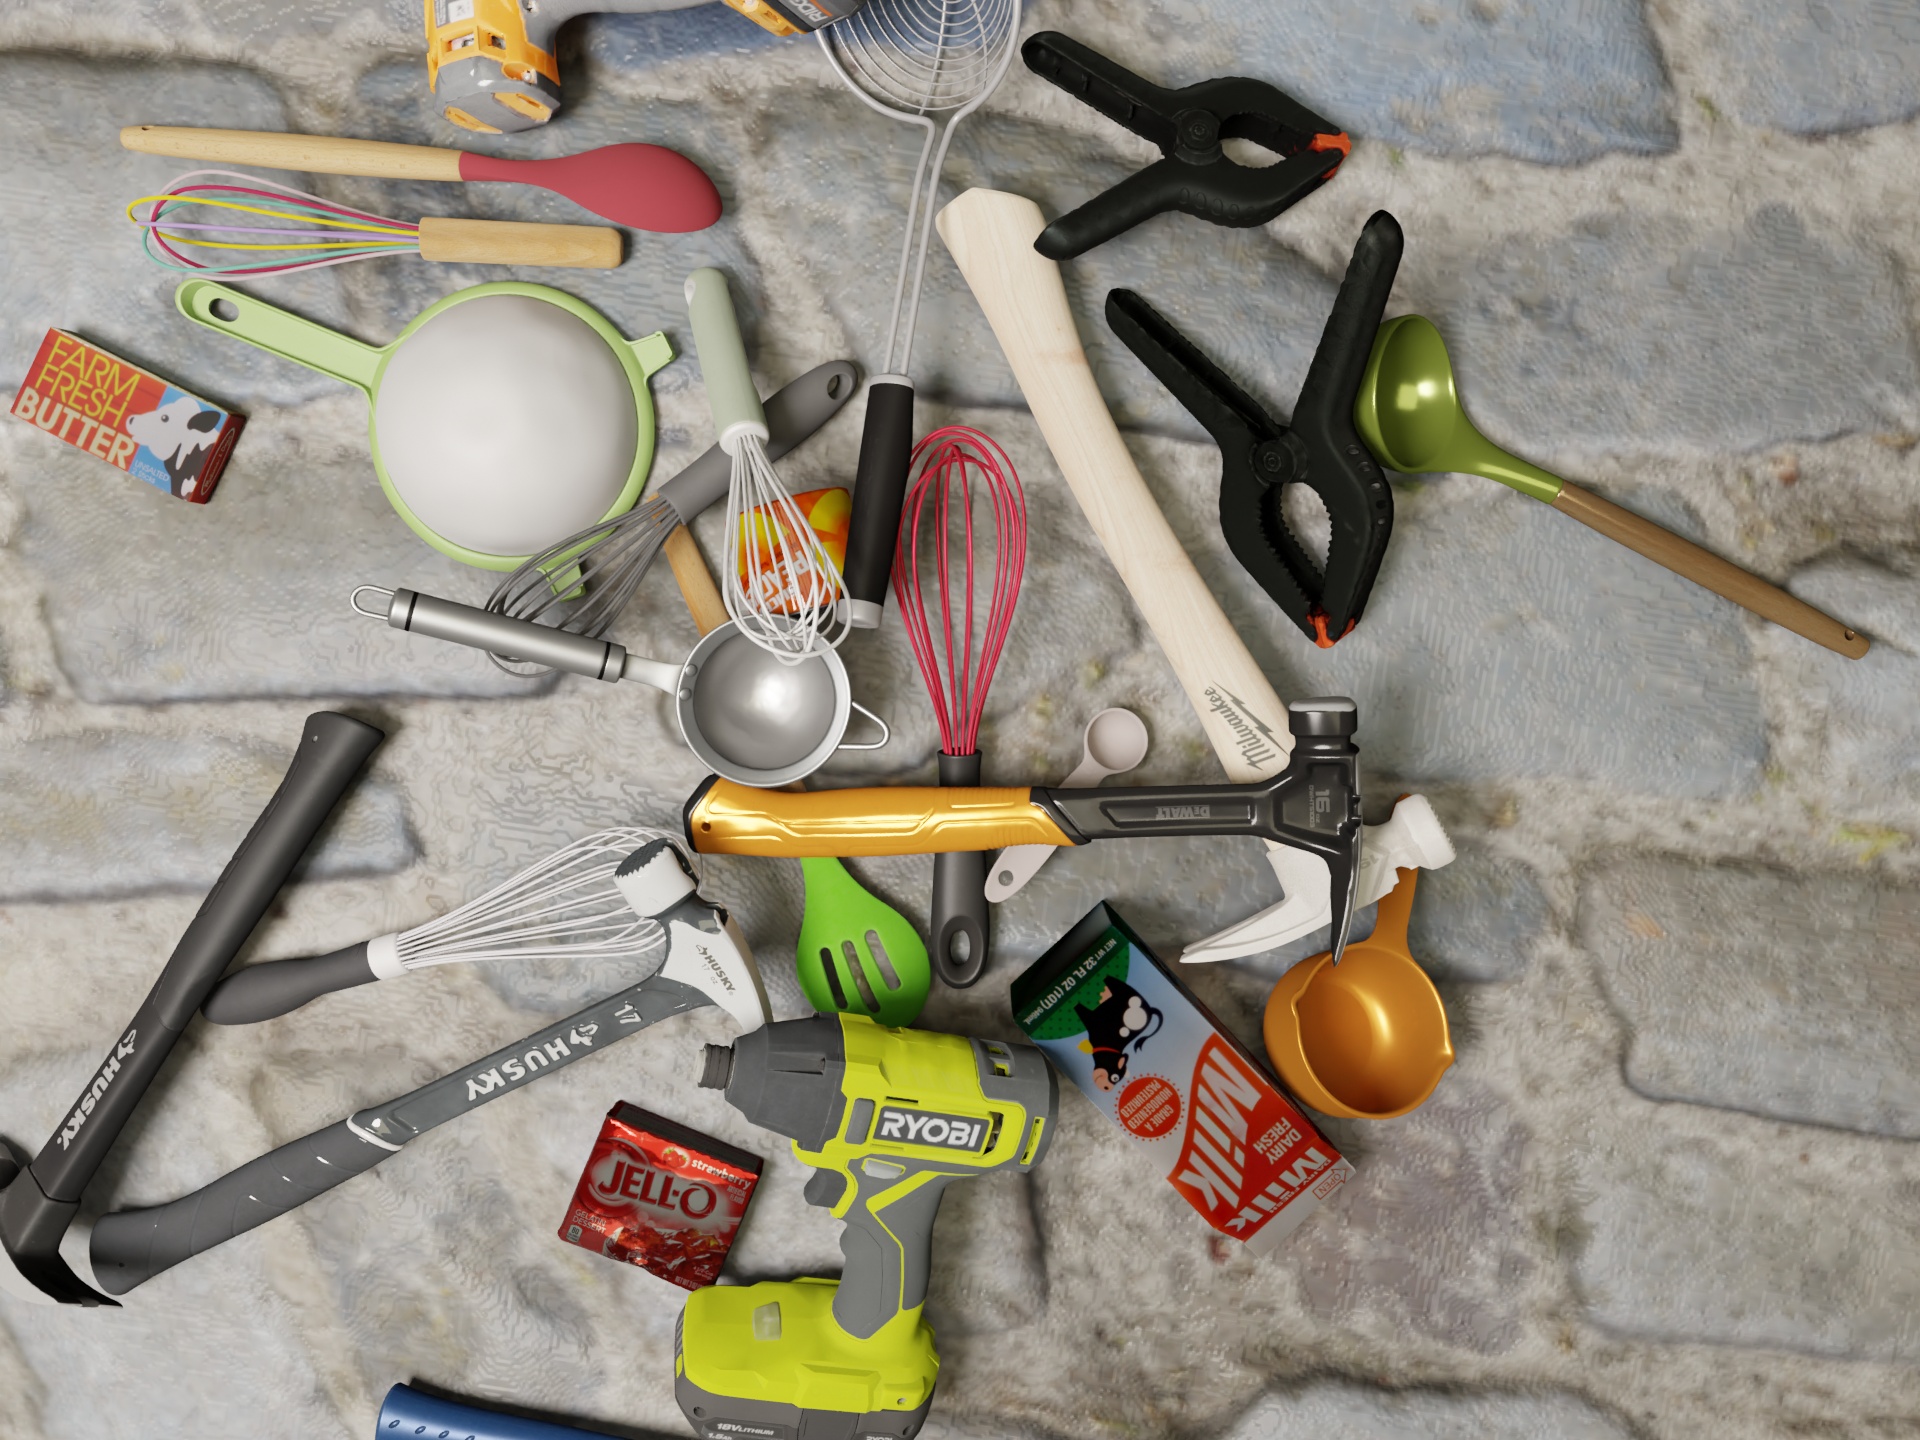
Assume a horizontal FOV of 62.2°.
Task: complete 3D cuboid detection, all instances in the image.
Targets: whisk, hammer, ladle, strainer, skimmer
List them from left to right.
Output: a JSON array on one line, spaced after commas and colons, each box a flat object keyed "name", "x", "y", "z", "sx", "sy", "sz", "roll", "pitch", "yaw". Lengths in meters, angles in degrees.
[{"name": "hammer", "x": -0.399, "y": 0.141, "z": 0.819, "sx": 0.146, "sy": 0.035, "sz": 0.335, "roll": 30, "pitch": 87, "yaw": 37}, {"name": "whisk", "x": -0.297, "y": -0.247, "z": 0.810, "sx": 0.245, "sy": 0.047, "sz": 0.051, "roll": 2, "pitch": 52, "yaw": -5}, {"name": "strainer", "x": -0.284, "y": -0.172, "z": 0.805, "sx": 0.256, "sy": 0.069, "sz": 0.151, "roll": 22, "pitch": 94, "yaw": -3}, {"name": "hammer", "x": -0.280, "y": 0.206, "z": 0.818, "sx": 0.409, "sy": 0.036, "sz": 0.149, "roll": -27, "pitch": 109, "yaw": 11}, {"name": "ladle", "x": -0.278, "y": -0.285, "z": 0.813, "sx": 0.315, "sy": 0.069, "sz": 0.031, "roll": 6, "pitch": 135, "yaw": 5}, {"name": "whisk", "x": -0.268, "y": 0.114, "z": 0.834, "sx": 0.284, "sy": 0.070, "sz": 0.070, "roll": -16, "pitch": 94, "yaw": 6}, {"name": "strainer", "x": -0.160, "y": -0.027, "z": 0.766, "sx": 0.258, "sy": 0.050, "sz": 0.087, "roll": 15, "pitch": 96, "yaw": -18}, {"name": "whisk", "x": -0.143, "y": -0.106, "z": 0.807, "sx": 0.239, "sy": 0.055, "sz": 0.055, "roll": -41, "pitch": 93, "yaw": -11}, {"name": "whisk", "x": -0.102, "y": -0.130, "z": 0.769, "sx": 0.059, "sy": 0.057, "sz": 0.247, "roll": -4, "pitch": 58, "yaw": -23}, {"name": "hammer", "x": -0.110, "y": 0.416, "z": 0.846, "sx": 0.405, "sy": 0.035, "sz": 0.144, "roll": 9, "pitch": 117, "yaw": 4}, {"name": "skimmer", "x": -0.042, "y": -0.230, "z": 0.767, "sx": 0.127, "sy": 0.090, "sz": 0.363, "roll": 4, "pitch": 83, "yaw": 35}, {"name": "whisk", "x": -0.001, "y": -0.003, "z": 0.824, "sx": 0.073, "sy": 0.073, "sz": 0.295, "roll": 0, "pitch": 100, "yaw": 0}, {"name": "hammer", "x": 0.026, "y": 0.055, "z": 0.787, "sx": 0.337, "sy": 0.034, "sz": 0.127, "roll": -1, "pitch": 99, "yaw": 11}, {"name": "hammer", "x": 0.088, "y": -0.079, "z": 0.810, "sx": 0.146, "sy": 0.038, "sz": 0.411, "roll": -29, "pitch": 87, "yaw": 12}, {"name": "ladle", "x": 0.334, "y": -0.110, "z": 0.815, "sx": 0.320, "sy": 0.062, "sz": 0.078, "roll": 26, "pitch": 74, "yaw": -4}]

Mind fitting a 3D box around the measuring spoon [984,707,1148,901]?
[{"name": "measuring spoon", "x": 0.052, "y": 0.045, "z": 0.835, "sx": 0.034, "sy": 0.018, "sz": 0.124, "roll": 40, "pitch": 83, "yaw": -6}]

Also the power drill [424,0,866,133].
[{"name": "power drill", "x": -0.164, "y": -0.398, "z": 0.762, "sx": 0.226, "sy": 0.084, "sz": 0.185, "roll": -5, "pitch": 88, "yaw": 24}]

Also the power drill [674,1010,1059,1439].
[{"name": "power drill", "x": -0.063, "y": 0.250, "z": 0.788, "sx": 0.171, "sy": 0.080, "sz": 0.223, "roll": 11, "pitch": 110, "yaw": -14}]

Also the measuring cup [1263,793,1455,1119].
[{"name": "measuring cup", "x": 0.211, "y": 0.124, "z": 0.837, "sx": 0.095, "sy": 0.052, "sz": 0.174, "roll": 20, "pitch": 69, "yaw": -12}]

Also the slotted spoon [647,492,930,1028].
[{"name": "slotted spoon", "x": -0.098, "y": 0.026, "z": 0.839, "sx": 0.070, "sy": 0.031, "sz": 0.314, "roll": -23, "pitch": 92, "yaw": 5}]
